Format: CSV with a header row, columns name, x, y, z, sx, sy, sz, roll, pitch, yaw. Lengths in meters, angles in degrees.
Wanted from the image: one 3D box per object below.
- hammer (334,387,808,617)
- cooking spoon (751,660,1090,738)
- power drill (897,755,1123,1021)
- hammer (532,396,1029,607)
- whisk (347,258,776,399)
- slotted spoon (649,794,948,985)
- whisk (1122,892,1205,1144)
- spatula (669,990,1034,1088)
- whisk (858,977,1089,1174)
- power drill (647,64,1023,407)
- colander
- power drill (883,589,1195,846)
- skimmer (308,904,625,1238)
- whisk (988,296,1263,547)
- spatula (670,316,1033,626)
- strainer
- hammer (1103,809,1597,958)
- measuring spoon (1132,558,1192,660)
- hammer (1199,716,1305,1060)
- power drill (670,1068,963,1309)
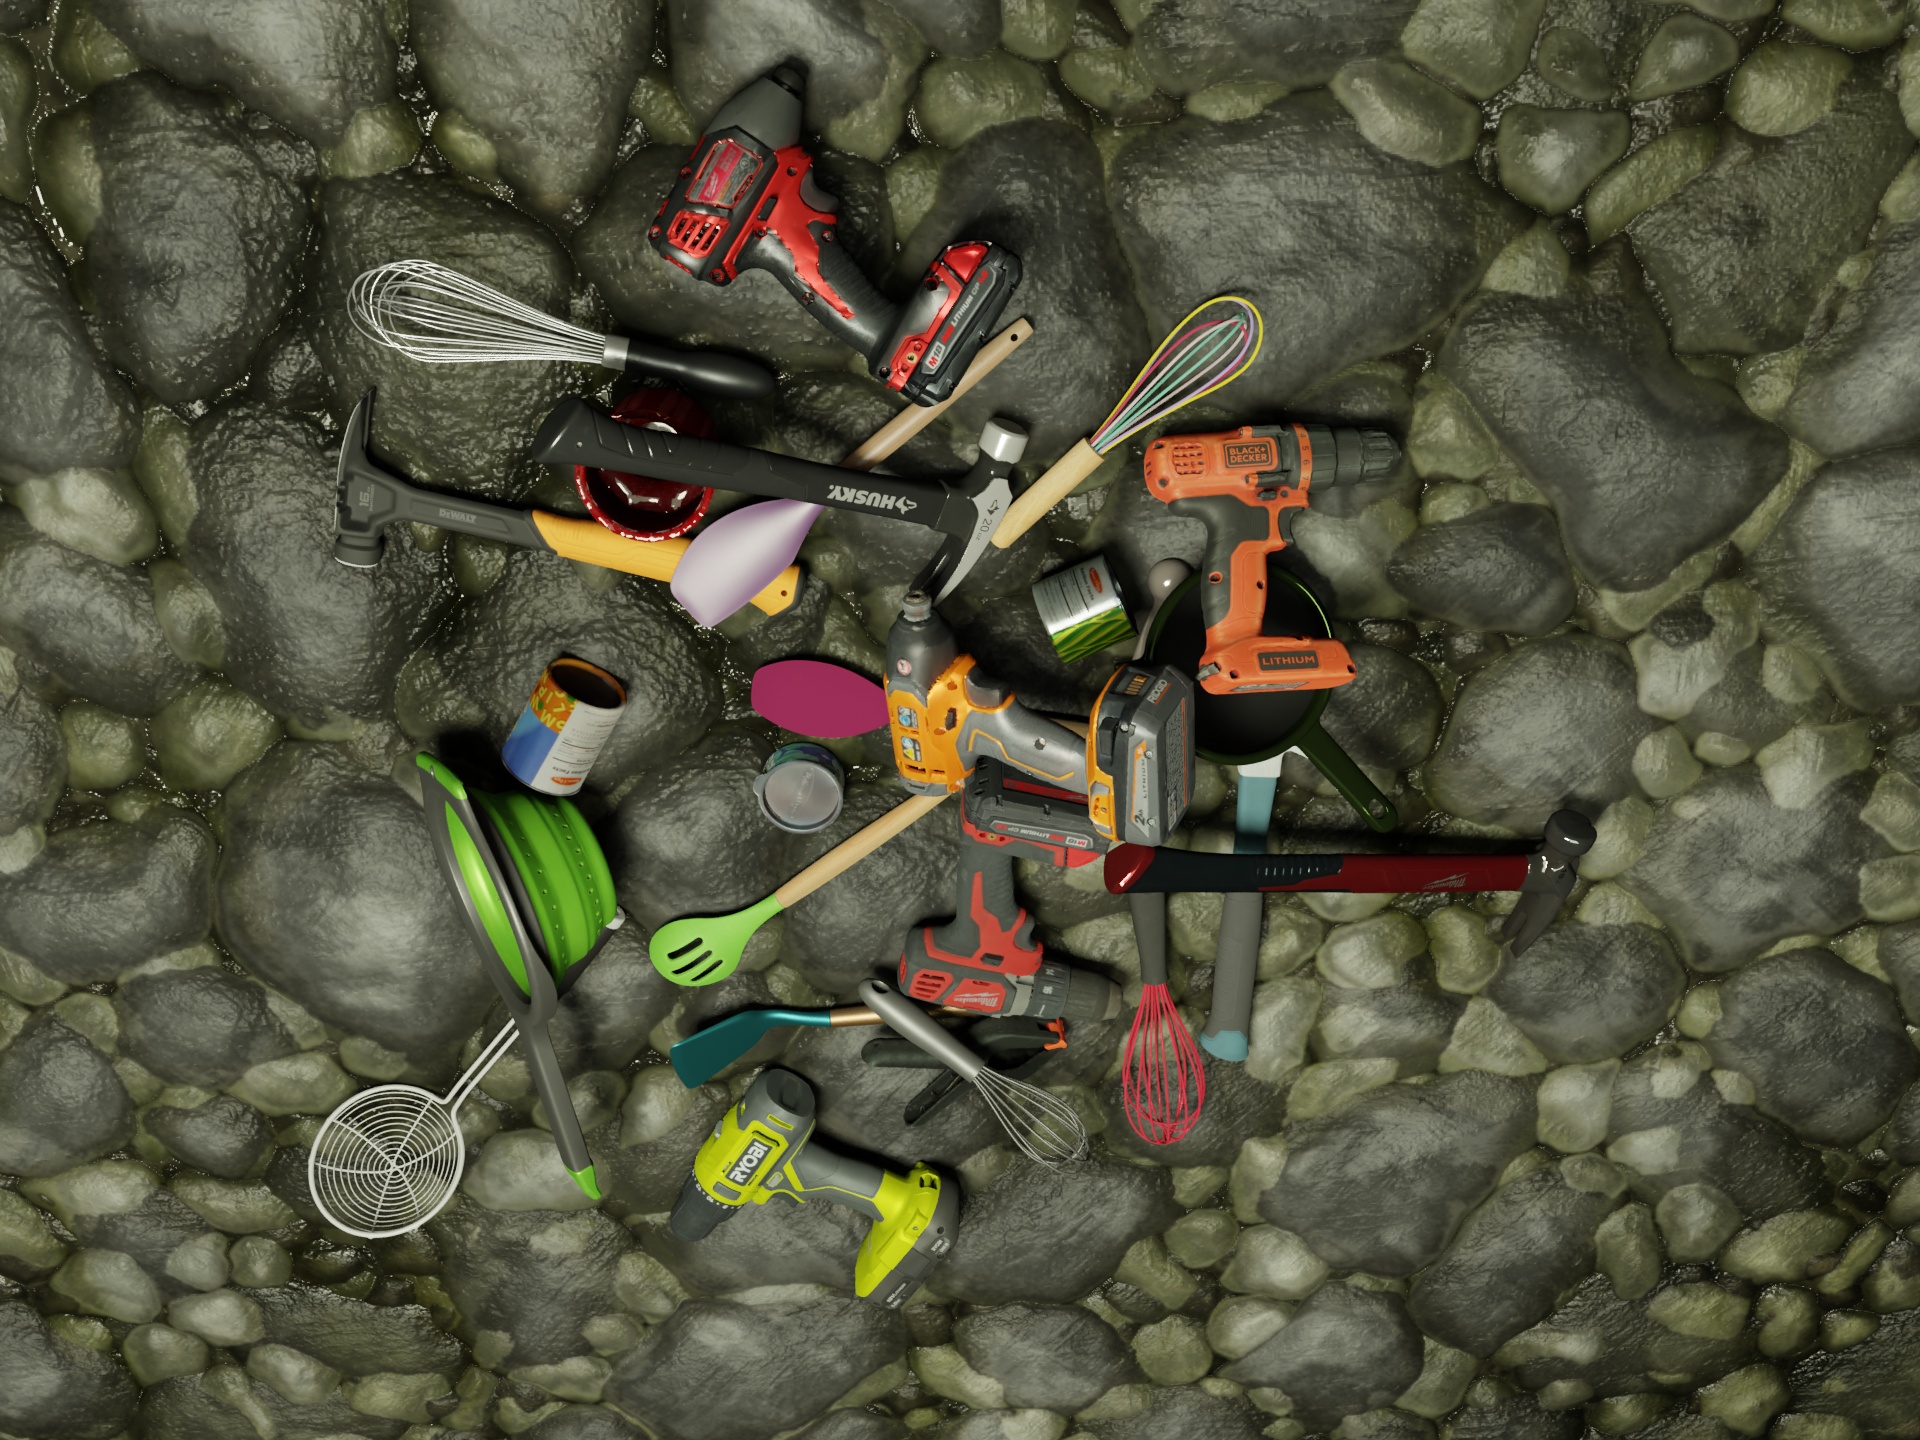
name,x,y,z,sx,sy,sz,roll,pitch,yaw
hammer,-0.275,-0.139,1.145,0.337,0.034,0.127,12,118,-7
cooking spoon,-0.002,-0.004,1.228,0.319,0.017,0.068,8,124,-4
power drill,0.061,0.148,1.277,0.188,0.080,0.226,12,119,-7
hammer,-0.118,-0.158,1.063,0.334,0.035,0.146,5,121,-32
whisk,-0.265,-0.255,1.074,0.284,0.070,0.070,10,117,-12
slotted spoon,-0.127,0.130,1.291,0.313,0.031,0.070,-34,114,14
whisk,0.164,0.233,1.333,0.073,0.073,0.295,-7,111,2
spatula,-0.084,0.261,1.349,0.317,0.044,0.082,-6,142,0
whisk,0.011,0.290,1.306,0.239,0.055,0.055,37,112,2
power drill,-0.076,-0.311,1.031,0.219,0.078,0.143,31,98,-10
colander,-0.312,0.196,1.250,0.094,0.205,0.396,-23,115,-28
power drill,0.047,-0.006,1.126,0.226,0.084,0.164,13,130,26
skimmer,-0.409,0.287,1.330,0.127,0.090,0.363,46,108,12
whisk,0.113,-0.203,1.115,0.245,0.051,0.047,-41,117,21
spatula,-0.077,-0.178,1.117,0.316,0.018,0.059,-37,108,9
strainer,0.232,-0.010,1.190,0.256,0.069,0.151,45,84,-16
hammer,0.296,0.130,1.243,0.386,0.038,0.143,1,131,-13
measuring spoon,0.147,-0.062,1.200,0.034,0.018,0.124,10,117,-7
hammer,0.230,0.141,1.299,0.128,0.033,0.330,1,118,0
power drill,-0.131,0.430,1.419,0.228,0.080,0.190,31,113,-13
